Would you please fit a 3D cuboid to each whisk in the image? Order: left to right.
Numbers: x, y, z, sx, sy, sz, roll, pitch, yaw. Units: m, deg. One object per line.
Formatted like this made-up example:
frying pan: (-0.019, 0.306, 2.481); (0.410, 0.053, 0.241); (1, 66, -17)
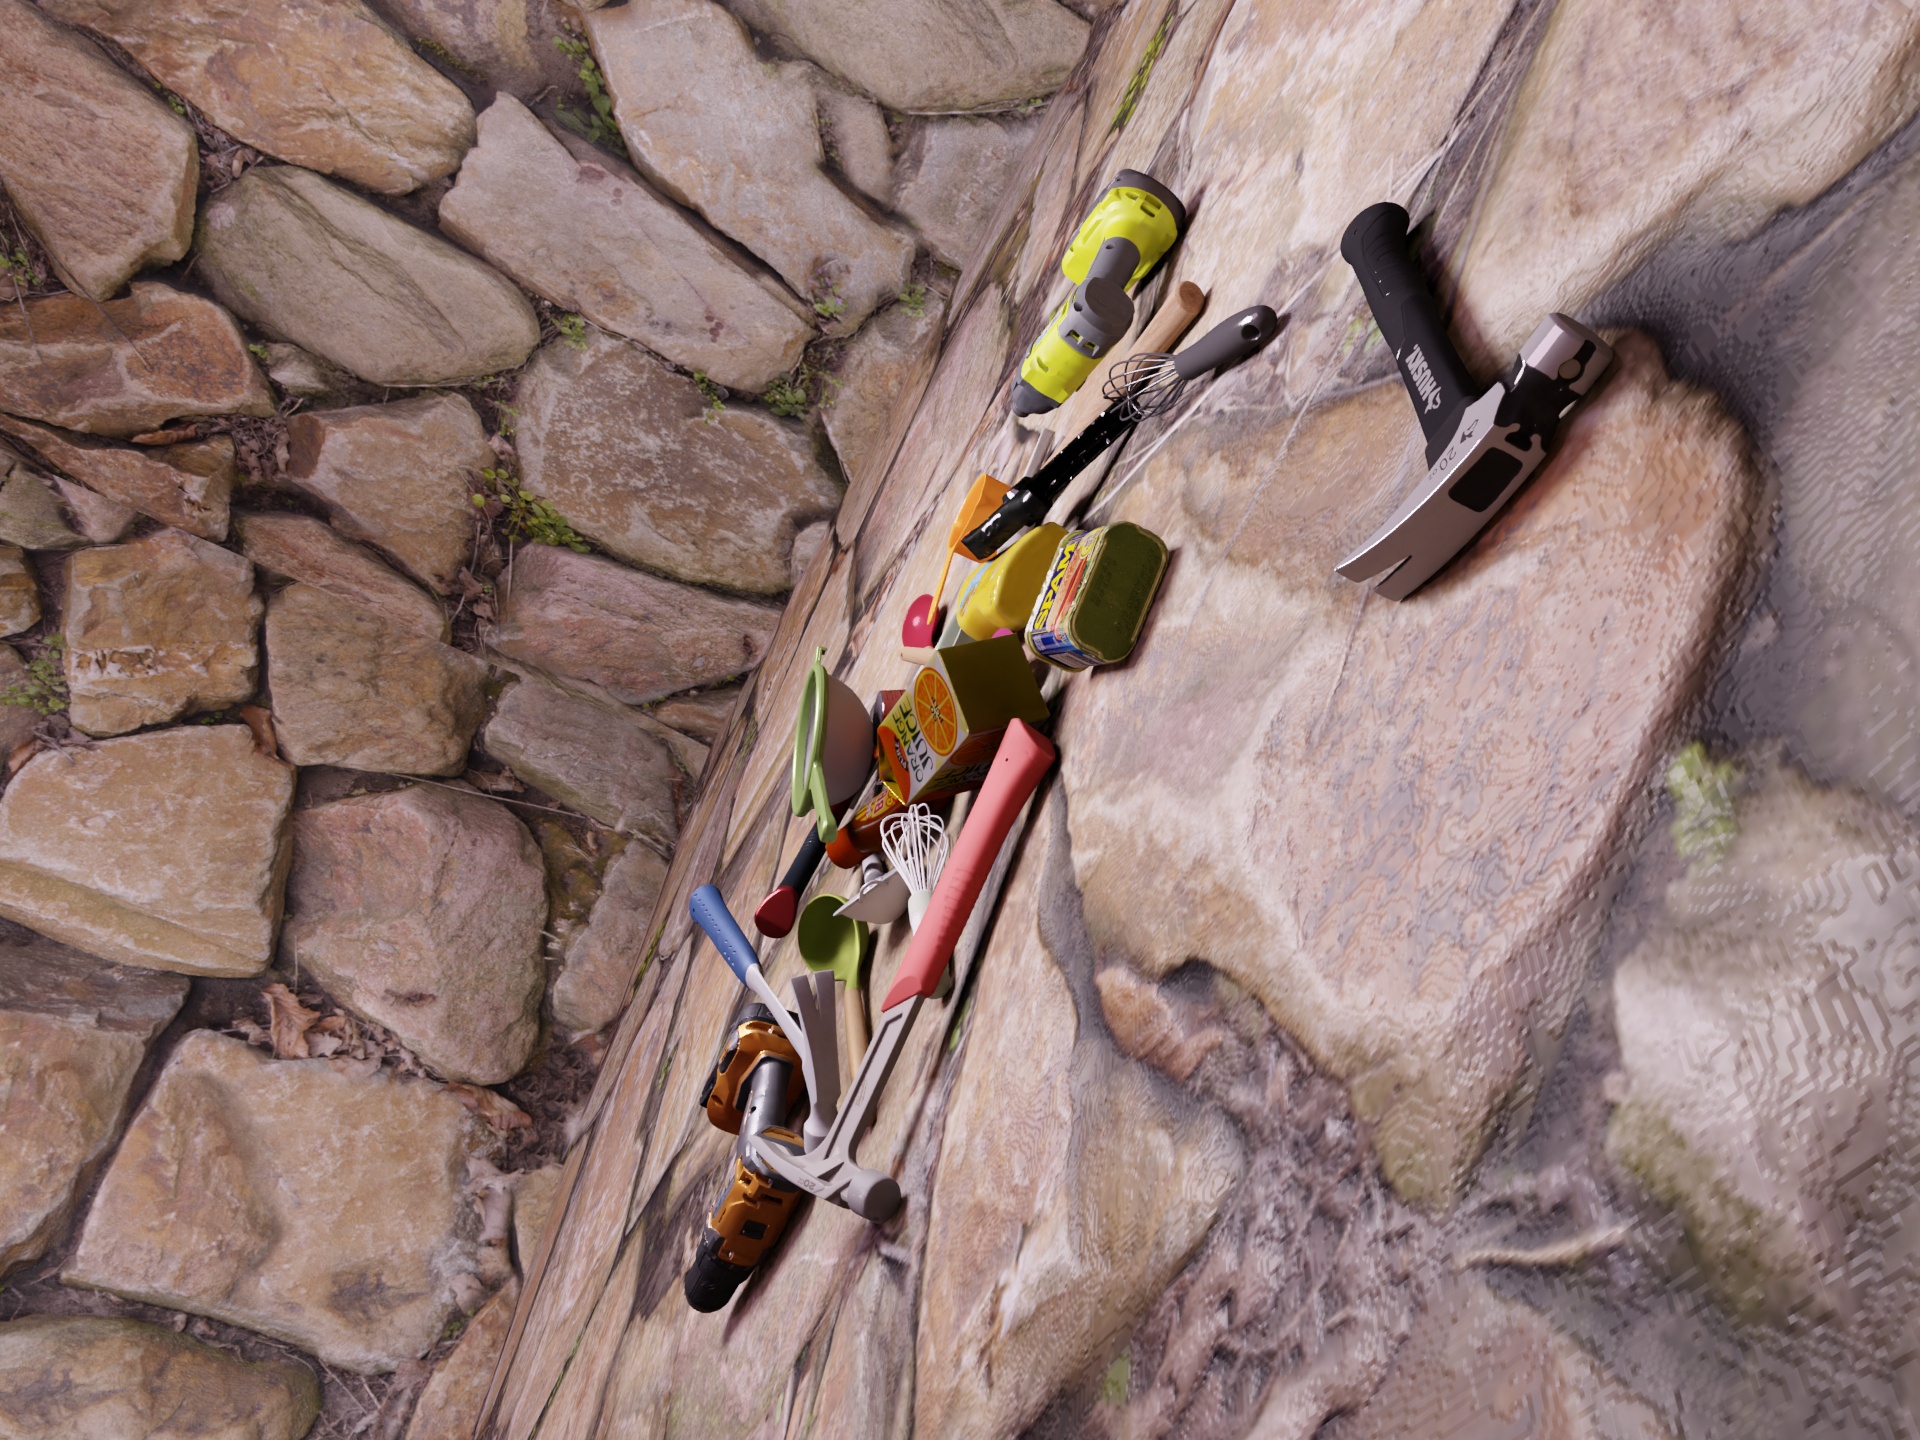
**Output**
whisk: (-0.030, 0.138, 1.248); (0.247, 0.059, 0.057); (-101, 25, -62)
whisk: (0.168, -0.267, 1.183); (0.055, 0.055, 0.239); (-68, 17, -11)

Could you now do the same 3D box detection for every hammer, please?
hammer: (-0.174, 0.220, 1.374); (0.406, 0.035, 0.144); (-148, 54, -64)
hammer: (-0.142, 0.116, 1.625); (0.143, 0.038, 0.386); (-60, 2, 28)
hammer: (-0.028, 0.164, 1.127); (0.149, 0.036, 0.359); (9, 70, 52)
hammer: (0.123, -0.274, 1.424); (0.331, 0.031, 0.130); (-49, 21, 53)
hammer: (0.228, -0.189, 0.805); (0.146, 0.035, 0.335); (-57, 15, 31)

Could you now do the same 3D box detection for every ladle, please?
ladle: (-0.100, 0.240, 1.330); (0.320, 0.062, 0.078); (-109, 41, -69)
ladle: (-0.032, -0.066, 1.696); (0.069, 0.031, 0.316); (-61, 15, 16)

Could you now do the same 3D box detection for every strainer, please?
strainer: (-0.112, 0.046, 1.504); (0.257, 0.069, 0.151); (-110, 30, -62)
strainer: (-0.075, 0.146, 1.437); (0.087, 0.050, 0.258); (-35, 6, -2)

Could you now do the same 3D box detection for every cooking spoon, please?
cooking spoon: (-0.001, -0.051, 1.413); (0.319, 0.017, 0.068); (-165, 67, -70)

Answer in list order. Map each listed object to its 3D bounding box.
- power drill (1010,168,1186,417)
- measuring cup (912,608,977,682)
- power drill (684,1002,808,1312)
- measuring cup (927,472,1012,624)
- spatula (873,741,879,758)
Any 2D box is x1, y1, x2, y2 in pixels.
power drill: (0.120, -0.390, 1.474); (0.171, 0.080, 0.223); (-42, 19, 55)
measuring cup: (-0.010, -0.057, 1.561); (0.167, 0.038, 0.083); (135, 156, -64)
power drill: (-0.185, 0.379, 1.376); (0.226, 0.084, 0.185); (-99, 33, -61)
measuring cup: (0.015, -0.167, 1.634); (0.095, 0.052, 0.174); (150, 141, -70)
spatula: (-0.002, -0.004, 1.370); (0.081, 0.041, 0.322); (-62, 13, -13)
